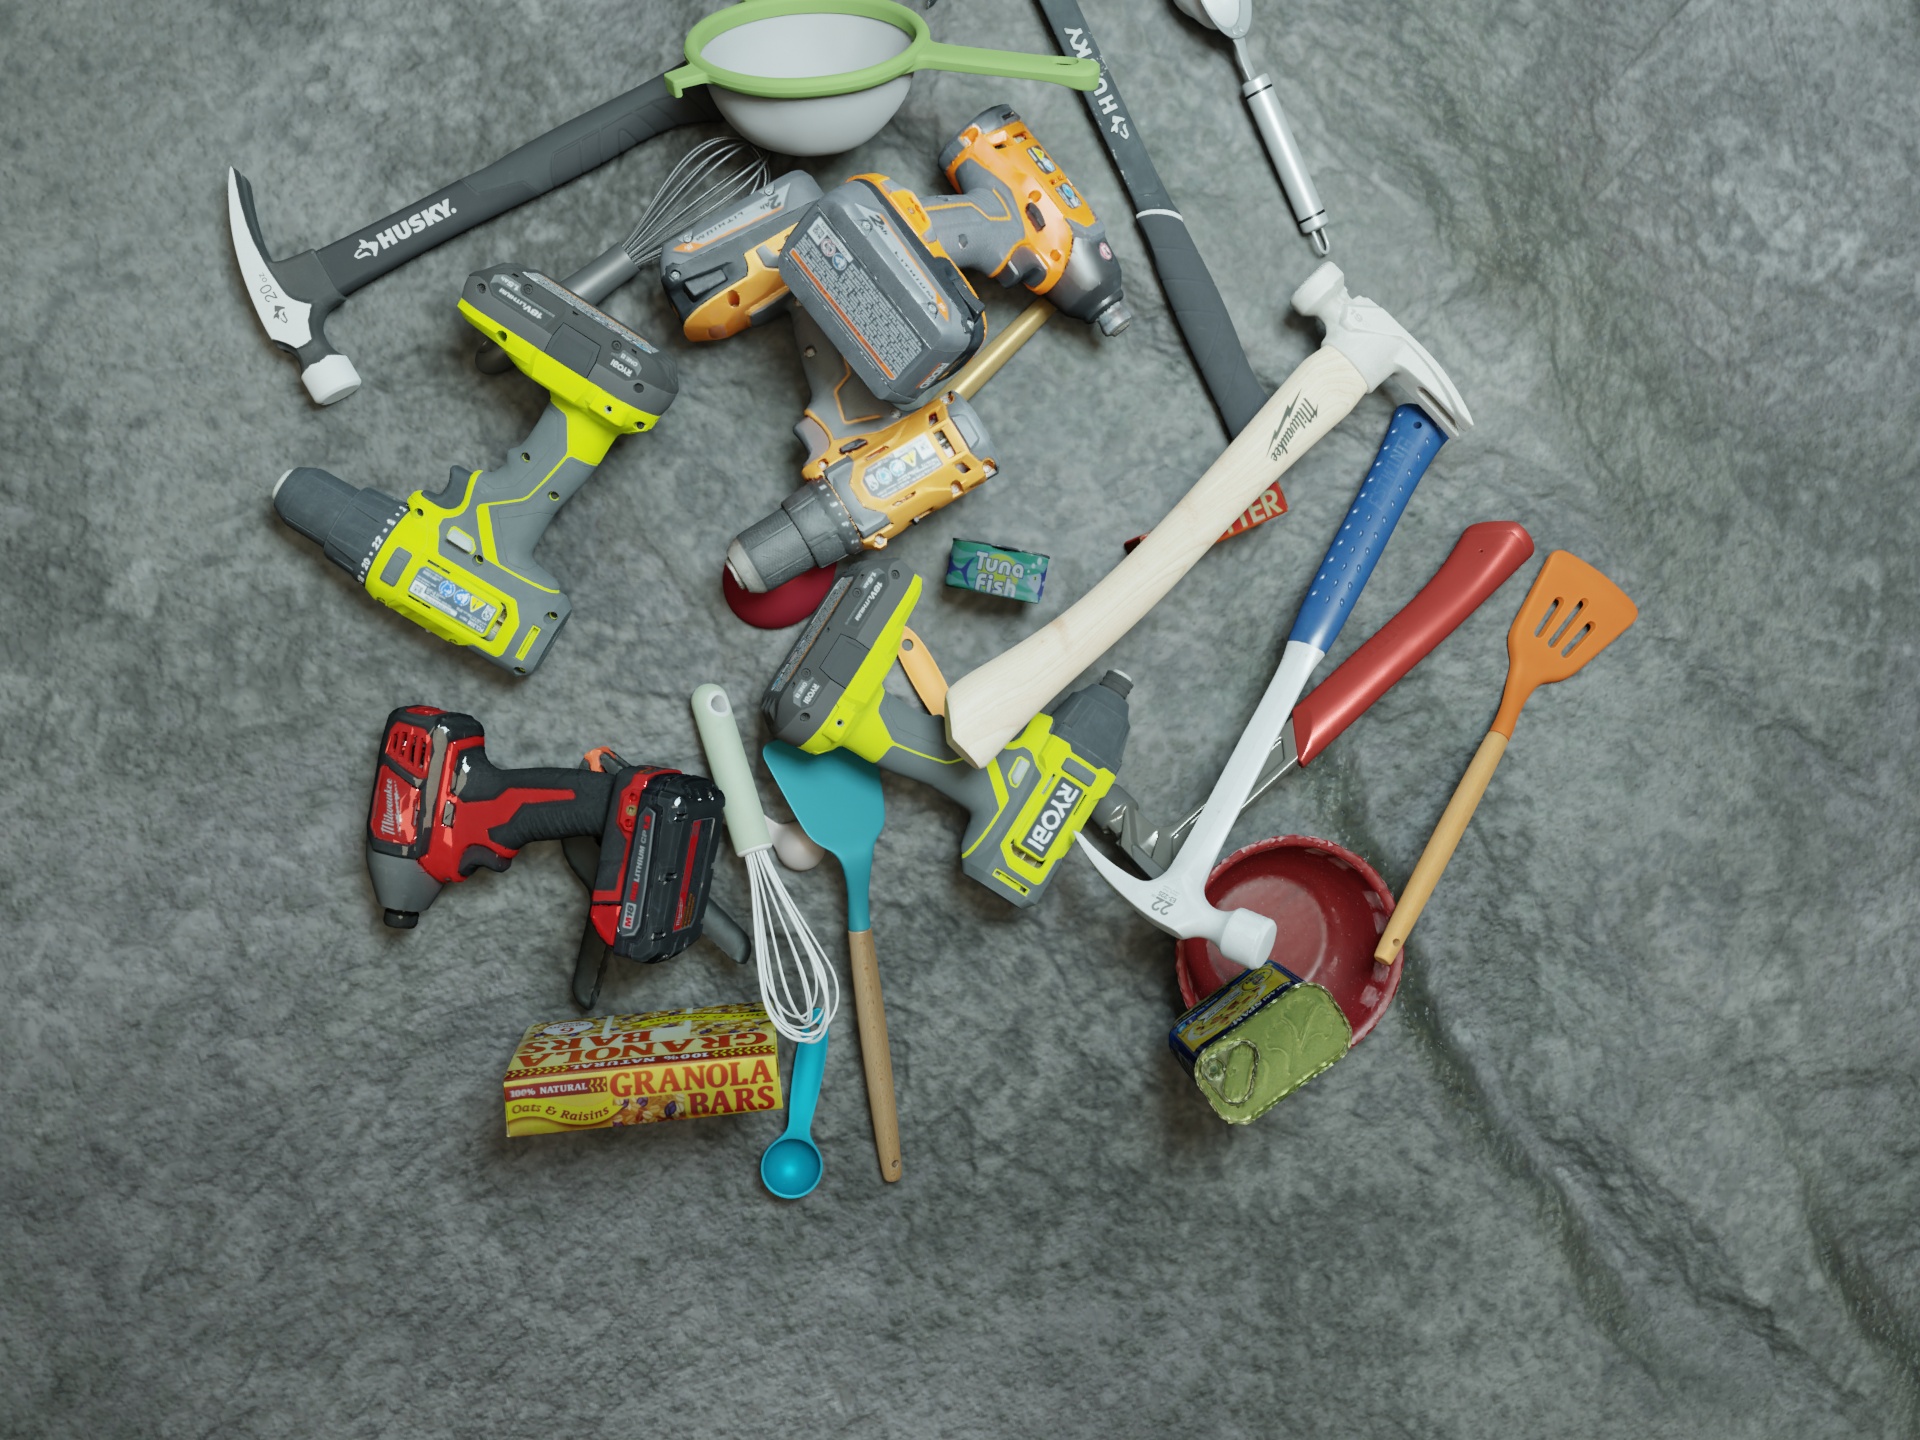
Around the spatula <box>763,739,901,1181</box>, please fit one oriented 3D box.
[{"bbox_3d":[-0.069,0.162,1.077,0.082,0.044,0.317,-14,104,-32],"label":"spatula"}]

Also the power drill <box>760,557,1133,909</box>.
[{"bbox_3d":[-0.002,-0.003,1.045,0.223,0.080,0.171,34,83,-15],"label":"power drill"}]

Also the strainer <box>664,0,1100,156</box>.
[{"bbox_3d":[-0.042,-0.386,0.981,0.256,0.152,0.069,10,134,10],"label":"strainer"}]

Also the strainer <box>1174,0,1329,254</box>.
[{"bbox_3d":[0.194,-0.433,1.069,0.087,0.050,0.258,-40,108,-47],"label":"strainer"}]

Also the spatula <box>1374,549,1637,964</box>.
[{"bbox_3d":[0.368,0.029,1.103,0.081,0.041,0.323,35,73,-9],"label":"spatula"}]

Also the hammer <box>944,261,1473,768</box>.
[{"bbox_3d":[0.152,-0.114,1.024,0.146,0.038,0.410,45,79,1],"label":"hammer"}]

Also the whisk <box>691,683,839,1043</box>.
[{"bbox_3d":[-0.133,0.092,1.042,0.057,0.059,0.246,-11,79,-42],"label":"whisk"}]

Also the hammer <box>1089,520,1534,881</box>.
[{"bbox_3d":[0.262,-0.006,1.080,0.359,0.036,0.149,-41,58,-9],"label":"hammer"}]

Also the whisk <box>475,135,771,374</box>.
[{"bbox_3d":[-0.216,-0.299,1.022,0.239,0.055,0.055,-37,98,1],"label":"whisk"}]

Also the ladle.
[{"bbox_3d":[-0.038,-0.182,1.063,0.315,0.031,0.069,-46,99,-4],"label":"ladle"}]

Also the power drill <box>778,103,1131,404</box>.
[{"bbox_3d":[0.012,-0.280,0.980,0.164,0.084,0.226,51,46,-3],"label":"power drill"}]

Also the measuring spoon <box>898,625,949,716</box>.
[{"bbox_3d":[-0.015,-0.013,1.086,0.021,0.011,0.117,-30,94,-12],"label":"measuring spoon"}]

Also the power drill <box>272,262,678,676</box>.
[{"bbox_3d":[-0.299,-0.164,0.990,0.190,0.080,0.228,32,102,-10],"label":"power drill"}]

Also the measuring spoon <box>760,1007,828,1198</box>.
[{"bbox_3d":[-0.108,0.261,1.091,0.042,0.021,0.129,10,83,-8],"label":"measuring spoon"}]

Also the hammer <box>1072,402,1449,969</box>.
[{"bbox_3d":[0.219,-0.041,1.056,0.144,0.035,0.405,22,74,27],"label":"hammer"}]

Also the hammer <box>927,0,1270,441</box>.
[{"bbox_3d":[0.121,-0.354,1.068,0.149,0.036,0.409,-27,97,-4],"label":"hammer"}]

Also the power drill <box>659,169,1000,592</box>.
[{"bbox_3d":[-0.107,-0.207,1.012,0.185,0.084,0.226,-32,91,-4],"label":"power drill"}]

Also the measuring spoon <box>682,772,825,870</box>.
[{"bbox_3d":[-0.147,0.065,1.068,0.124,0.018,0.034,27,90,-8],"label":"measuring spoon"}]

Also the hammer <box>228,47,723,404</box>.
[{"bbox_3d":[-0.298,-0.344,1.012,0.335,0.035,0.146,-30,98,-5],"label":"hammer"}]

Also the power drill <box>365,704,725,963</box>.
[{"bbox_3d":[-0.270,0.079,1.002,0.220,0.078,0.143,12,92,11],"label":"power drill"}]
